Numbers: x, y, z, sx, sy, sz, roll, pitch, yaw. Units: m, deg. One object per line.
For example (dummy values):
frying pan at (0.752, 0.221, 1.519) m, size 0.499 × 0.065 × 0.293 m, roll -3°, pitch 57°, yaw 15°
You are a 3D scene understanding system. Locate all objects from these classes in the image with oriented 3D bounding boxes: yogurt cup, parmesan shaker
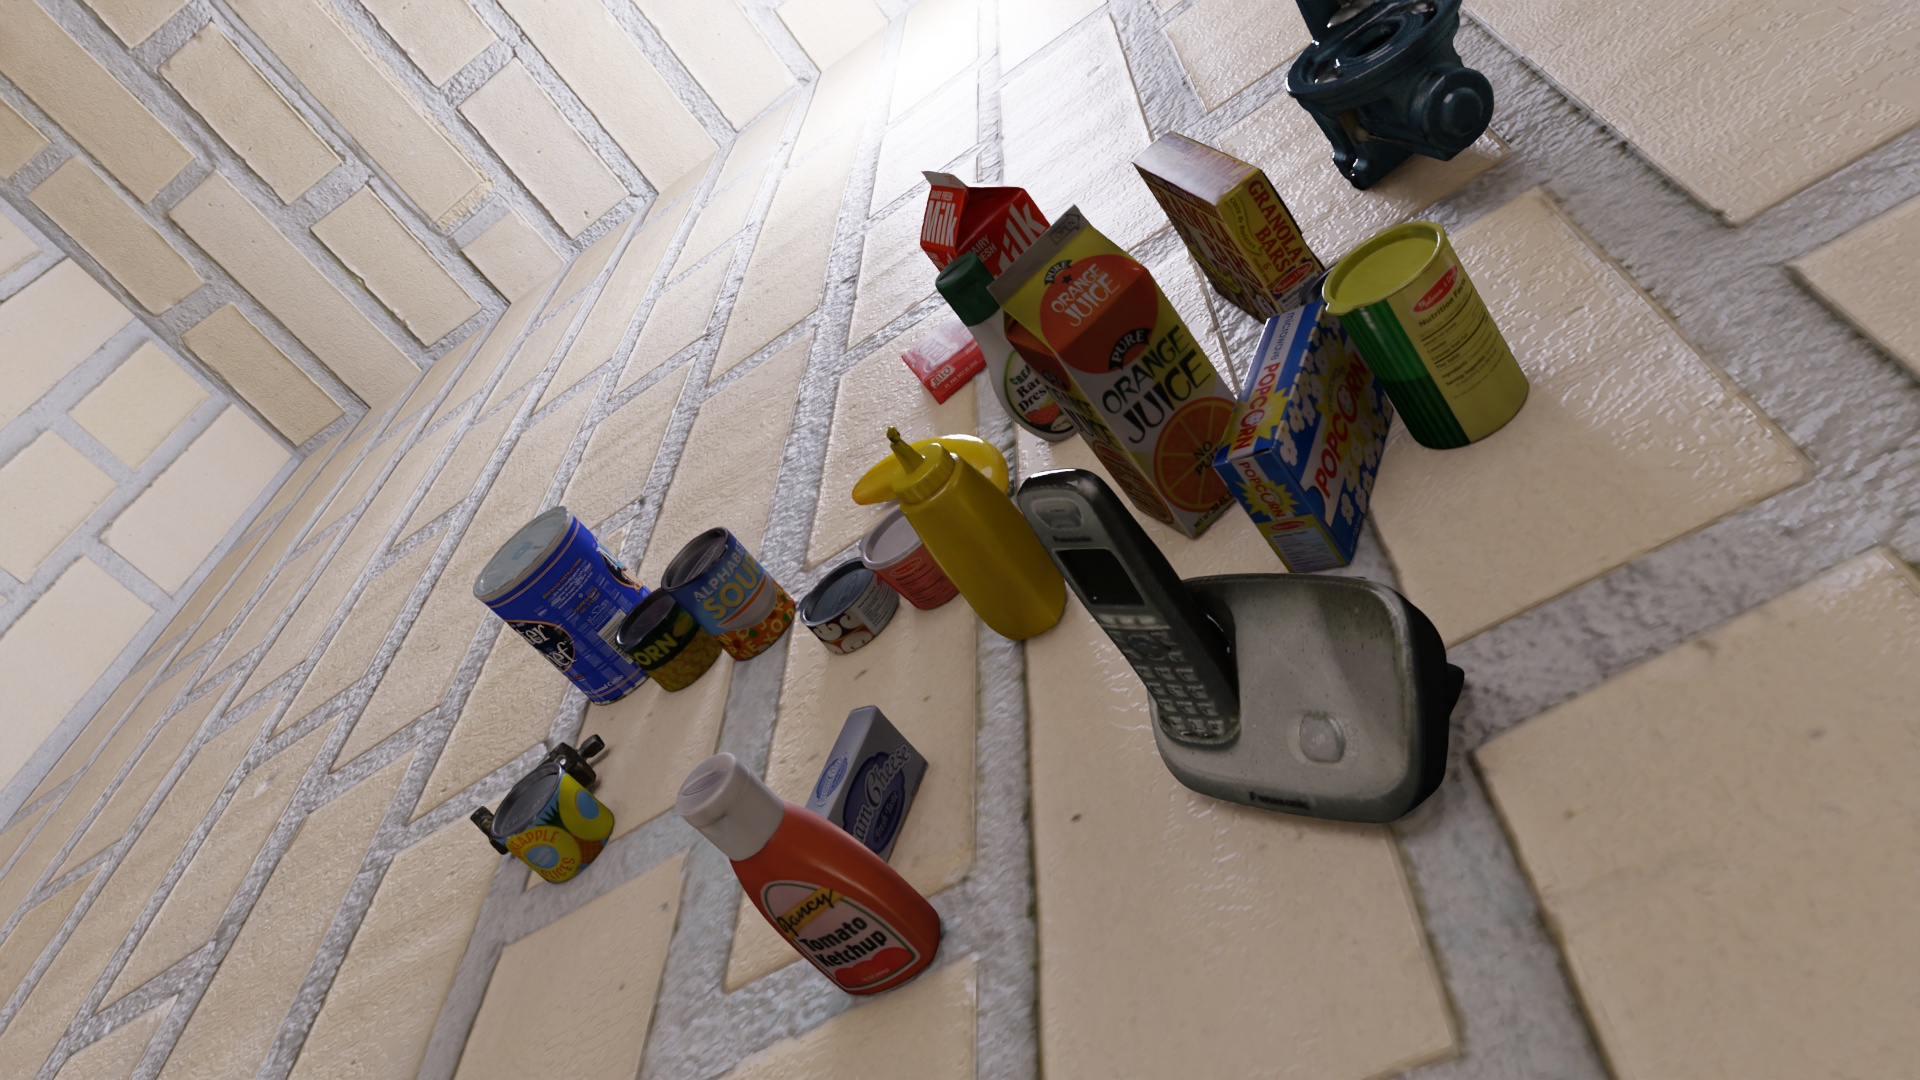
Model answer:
yogurt cup at (-0.026, 0.010, 0.950) m, size 0.072 × 0.054 × 0.073 m, roll -31°, pitch 28°, yaw 18°
parmesan shaker at (0.241, -0.104, 0.725) m, size 0.071 × 0.103 × 0.072 m, roll -31°, pitch 28°, yaw 19°

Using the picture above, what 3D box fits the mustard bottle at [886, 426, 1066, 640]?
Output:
mustard bottle at (0.003, -0.010, 0.825) m, size 0.048 × 0.160 × 0.066 m, roll -27°, pitch 29°, yaw 26°

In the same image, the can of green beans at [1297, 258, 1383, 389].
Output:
can of green beans at (0.242, -0.130, 0.814) m, size 0.071 × 0.057 × 0.071 m, roll -31°, pitch 28°, yaw 18°

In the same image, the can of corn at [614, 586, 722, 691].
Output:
can of corn at (-0.231, 0.079, 1.105) m, size 0.071 × 0.058 × 0.071 m, roll -31°, pitch 28°, yaw 18°

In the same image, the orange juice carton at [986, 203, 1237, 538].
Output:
orange juice carton at (0.094, -0.097, 0.805) m, size 0.072 × 0.192 × 0.073 m, roll -43°, pitch 26°, yaw -6°

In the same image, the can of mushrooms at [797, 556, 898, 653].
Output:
can of mushrooms at (-0.080, 0.047, 0.987) m, size 0.071 × 0.033 × 0.071 m, roll -31°, pitch 28°, yaw 18°

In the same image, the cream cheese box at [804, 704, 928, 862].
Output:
cream cheese box at (-0.057, 0.149, 0.777) m, size 0.024 × 0.053 × 0.104 m, roll -17°, pitch 34°, yaw 38°

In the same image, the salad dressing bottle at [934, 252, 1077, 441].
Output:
salad dressing bottle at (0.038, -0.137, 0.989) m, size 0.064 × 0.147 × 0.044 m, roll -36°, pitch 27°, yaw 9°

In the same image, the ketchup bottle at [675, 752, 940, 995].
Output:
ketchup bottle at (-0.076, 0.162, 0.676) m, size 0.064 × 0.148 × 0.044 m, roll -29°, pitch 28°, yaw 22°

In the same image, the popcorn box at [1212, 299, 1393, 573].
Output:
popcorn box at (0.186, -0.057, 0.743) m, size 0.038 × 0.085 × 0.127 m, roll -15°, pitch 36°, yaw 41°

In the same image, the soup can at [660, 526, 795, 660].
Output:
soup can at (-0.175, 0.041, 1.062) m, size 0.071 × 0.083 × 0.072 m, roll -31°, pitch 28°, yaw 18°

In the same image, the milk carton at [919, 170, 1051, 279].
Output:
milk carton at (0.038, -0.200, 1.038) m, size 0.073 × 0.190 × 0.072 m, roll -44°, pitch 26°, yaw -6°

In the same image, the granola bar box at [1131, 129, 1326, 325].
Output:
granola bar box at (0.185, -0.203, 0.926) m, size 0.039 × 0.124 × 0.166 m, roll -38°, pitch 26°, yaw 6°

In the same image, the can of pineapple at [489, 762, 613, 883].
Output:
can of pineapple at (-0.292, 0.203, 0.992) m, size 0.071 × 0.057 × 0.071 m, roll -31°, pitch 28°, yaw 18°
